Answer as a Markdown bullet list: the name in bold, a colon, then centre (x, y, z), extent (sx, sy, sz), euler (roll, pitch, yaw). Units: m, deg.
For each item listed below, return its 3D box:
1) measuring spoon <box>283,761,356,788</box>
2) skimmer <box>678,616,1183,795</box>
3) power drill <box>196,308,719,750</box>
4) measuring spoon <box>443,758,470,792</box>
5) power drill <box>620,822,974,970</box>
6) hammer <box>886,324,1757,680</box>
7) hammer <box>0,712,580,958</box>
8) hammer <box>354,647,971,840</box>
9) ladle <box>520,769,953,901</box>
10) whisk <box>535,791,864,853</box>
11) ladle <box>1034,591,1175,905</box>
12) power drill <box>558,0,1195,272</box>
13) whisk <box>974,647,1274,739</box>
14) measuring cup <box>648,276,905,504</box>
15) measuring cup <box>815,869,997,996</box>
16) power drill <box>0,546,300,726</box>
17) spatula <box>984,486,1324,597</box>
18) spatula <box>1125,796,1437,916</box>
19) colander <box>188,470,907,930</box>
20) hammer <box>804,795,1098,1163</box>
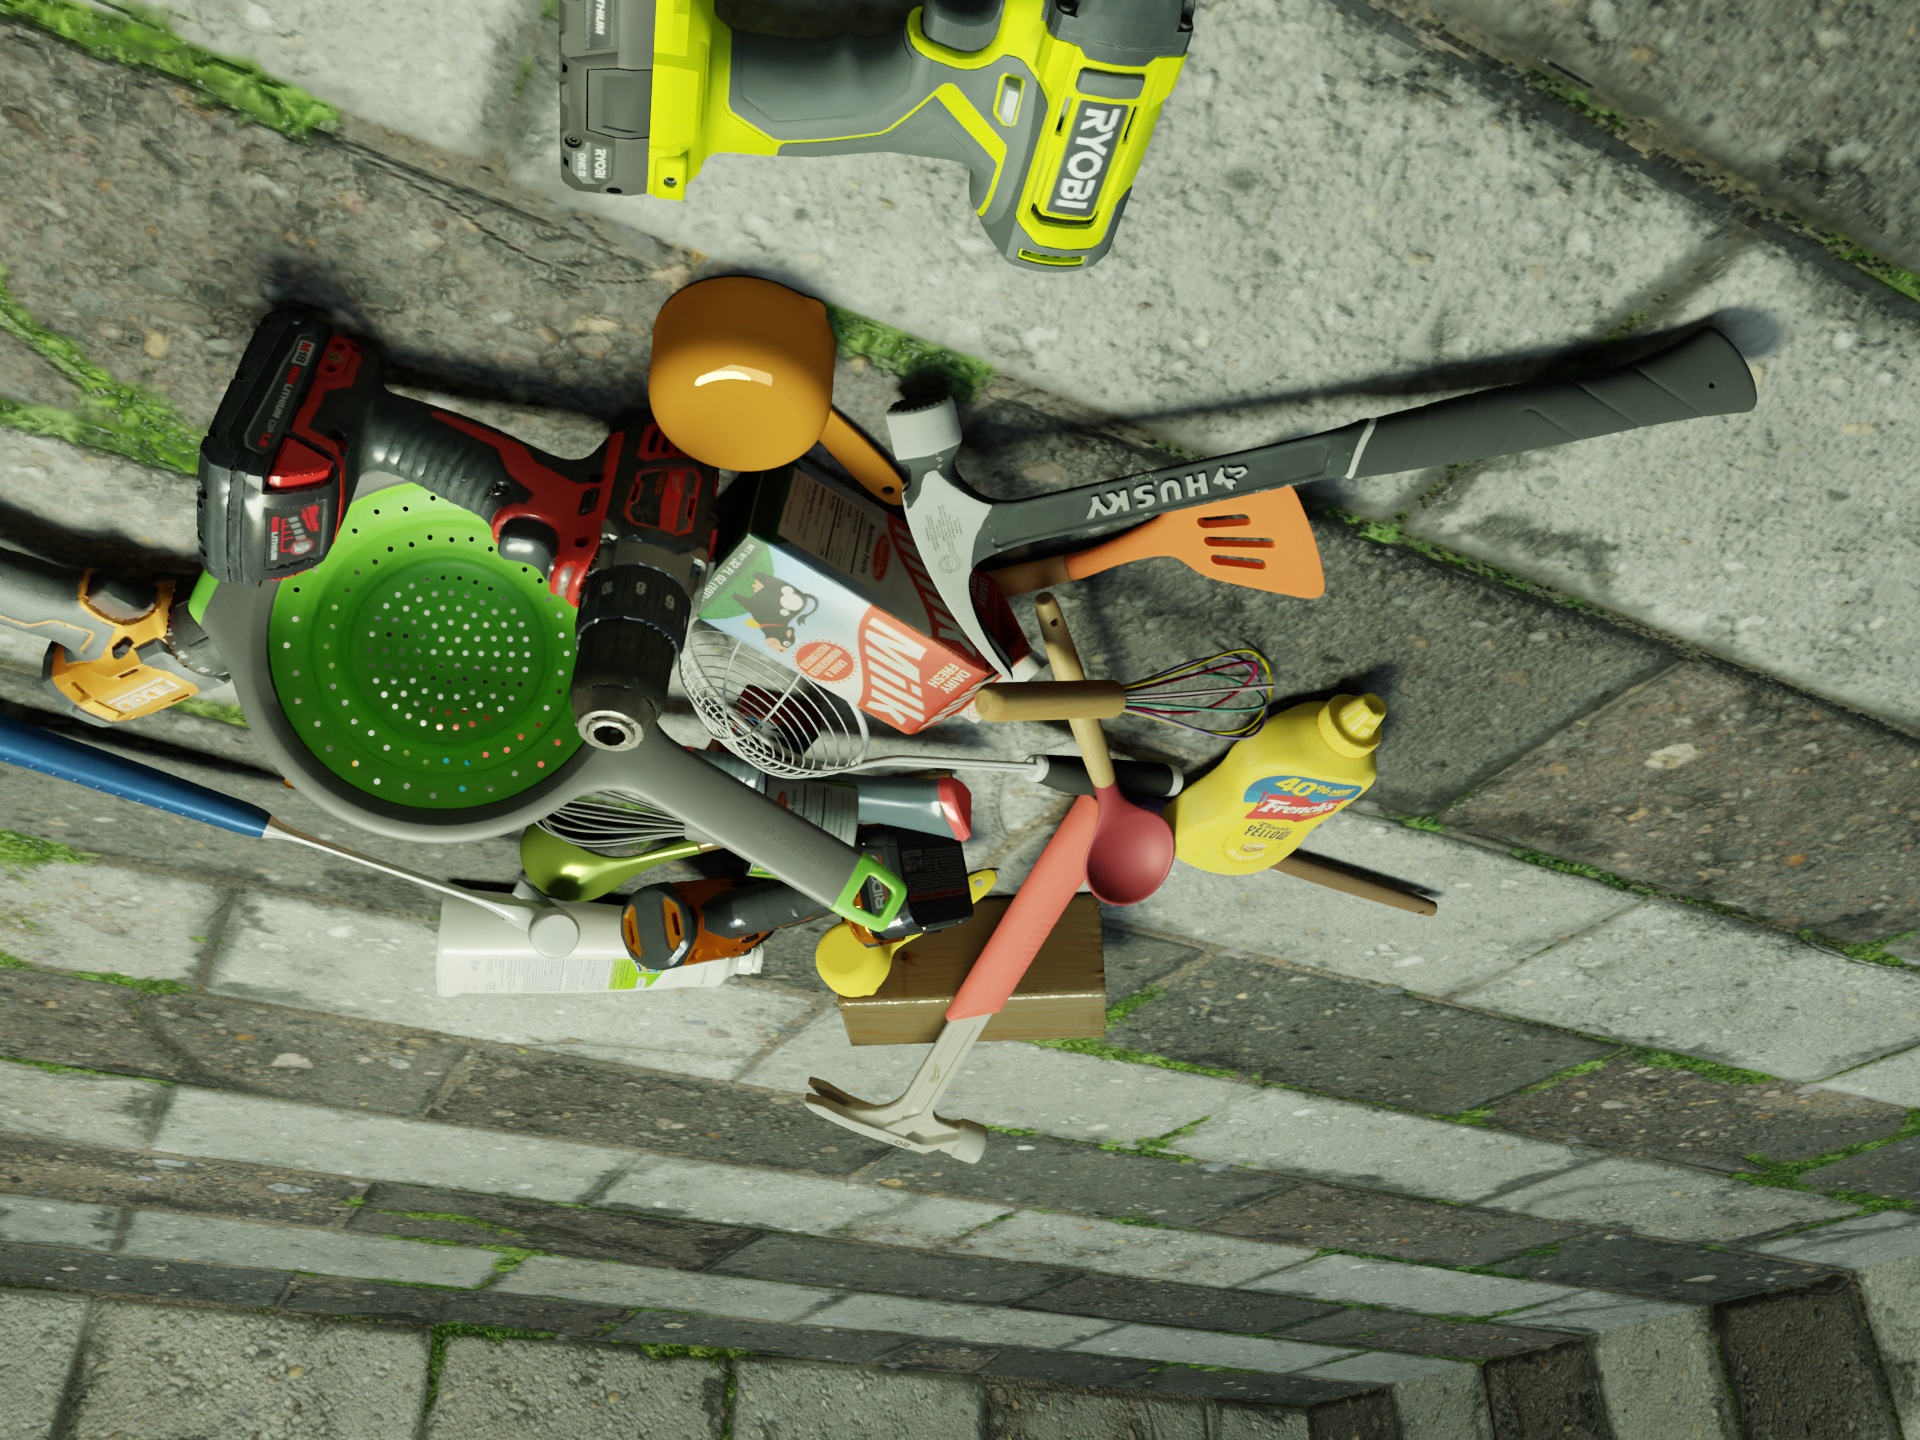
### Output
- **measuring spoon**: centre (-0.417, 0.031, 1.075), extent (0.117, 0.011, 0.021), euler (-19, 143, 26)
- **skimmer**: centre (-0.002, -0.003, 0.992), extent (0.363, 0.090, 0.127), euler (6, 168, -35)
- **power drill**: centre (-0.228, -0.085, 0.740), extent (0.226, 0.188, 0.080), euler (14, 140, -15)
- **measuring spoon**: centre (-0.345, 0.026, 1.058), extent (0.042, 0.021, 0.128), euler (-7, 146, 5)
- **power drill**: centre (-0.110, 0.130, 1.157), extent (0.226, 0.084, 0.164), euler (-14, 172, 23)
- **hammer**: centre (0.177, -0.124, 0.780), extent (0.409, 0.036, 0.149), euler (-11, 112, 7)
- **hammer**: centre (-0.462, 0.076, 1.083), extent (0.405, 0.035, 0.144), euler (23, 173, -22)
- **hammer**: centre (-0.184, 0.040, 1.015), extent (0.386, 0.038, 0.143), euler (10, 138, -11)
- **ladle**: centre (-0.160, 0.069, 1.123), extent (0.320, 0.062, 0.078), euler (-15, 153, 9)
- **whisk**: centre (-0.180, 0.072, 1.066), extent (0.239, 0.055, 0.055), euler (10, 149, 10)
- **ladle**: centre (0.084, 0.023, 0.985), extent (0.069, 0.031, 0.315), euler (-33, 142, -7)
- **power drill**: centre (-0.030, -0.254, 0.582), extent (0.223, 0.080, 0.171), euler (3, 148, -12)
- **whisk**: centre (0.102, -0.017, 0.916), extent (0.245, 0.051, 0.047), euler (-2, 131, -42)
- **measuring cup**: centre (-0.079, -0.139, 0.776), extent (0.095, 0.052, 0.173), euler (-21, 140, 28)
- **measuring cup**: centre (-0.042, 0.154, 1.216), extent (0.156, 0.062, 0.029), euler (-32, 148, 4)
- **power drill**: centre (-0.477, -0.079, 0.843), extent (0.185, 0.084, 0.226), euler (-18, 148, 24)
- **spatula**: centre (0.037, -0.075, 0.890), extent (0.322, 0.041, 0.080), euler (-12, 129, 20)
- **spatula**: centre (0.238, 0.106, 1.197), extent (0.315, 0.018, 0.059), euler (18, 143, -24)
- **colander**: centre (-0.208, 0.004, 0.872), extent (0.397, 0.204, 0.094), euler (32, 170, -14)
- **hammer**: centre (0.017, 0.186, 1.178), extent (0.149, 0.037, 0.359), euler (22, 119, -11)
